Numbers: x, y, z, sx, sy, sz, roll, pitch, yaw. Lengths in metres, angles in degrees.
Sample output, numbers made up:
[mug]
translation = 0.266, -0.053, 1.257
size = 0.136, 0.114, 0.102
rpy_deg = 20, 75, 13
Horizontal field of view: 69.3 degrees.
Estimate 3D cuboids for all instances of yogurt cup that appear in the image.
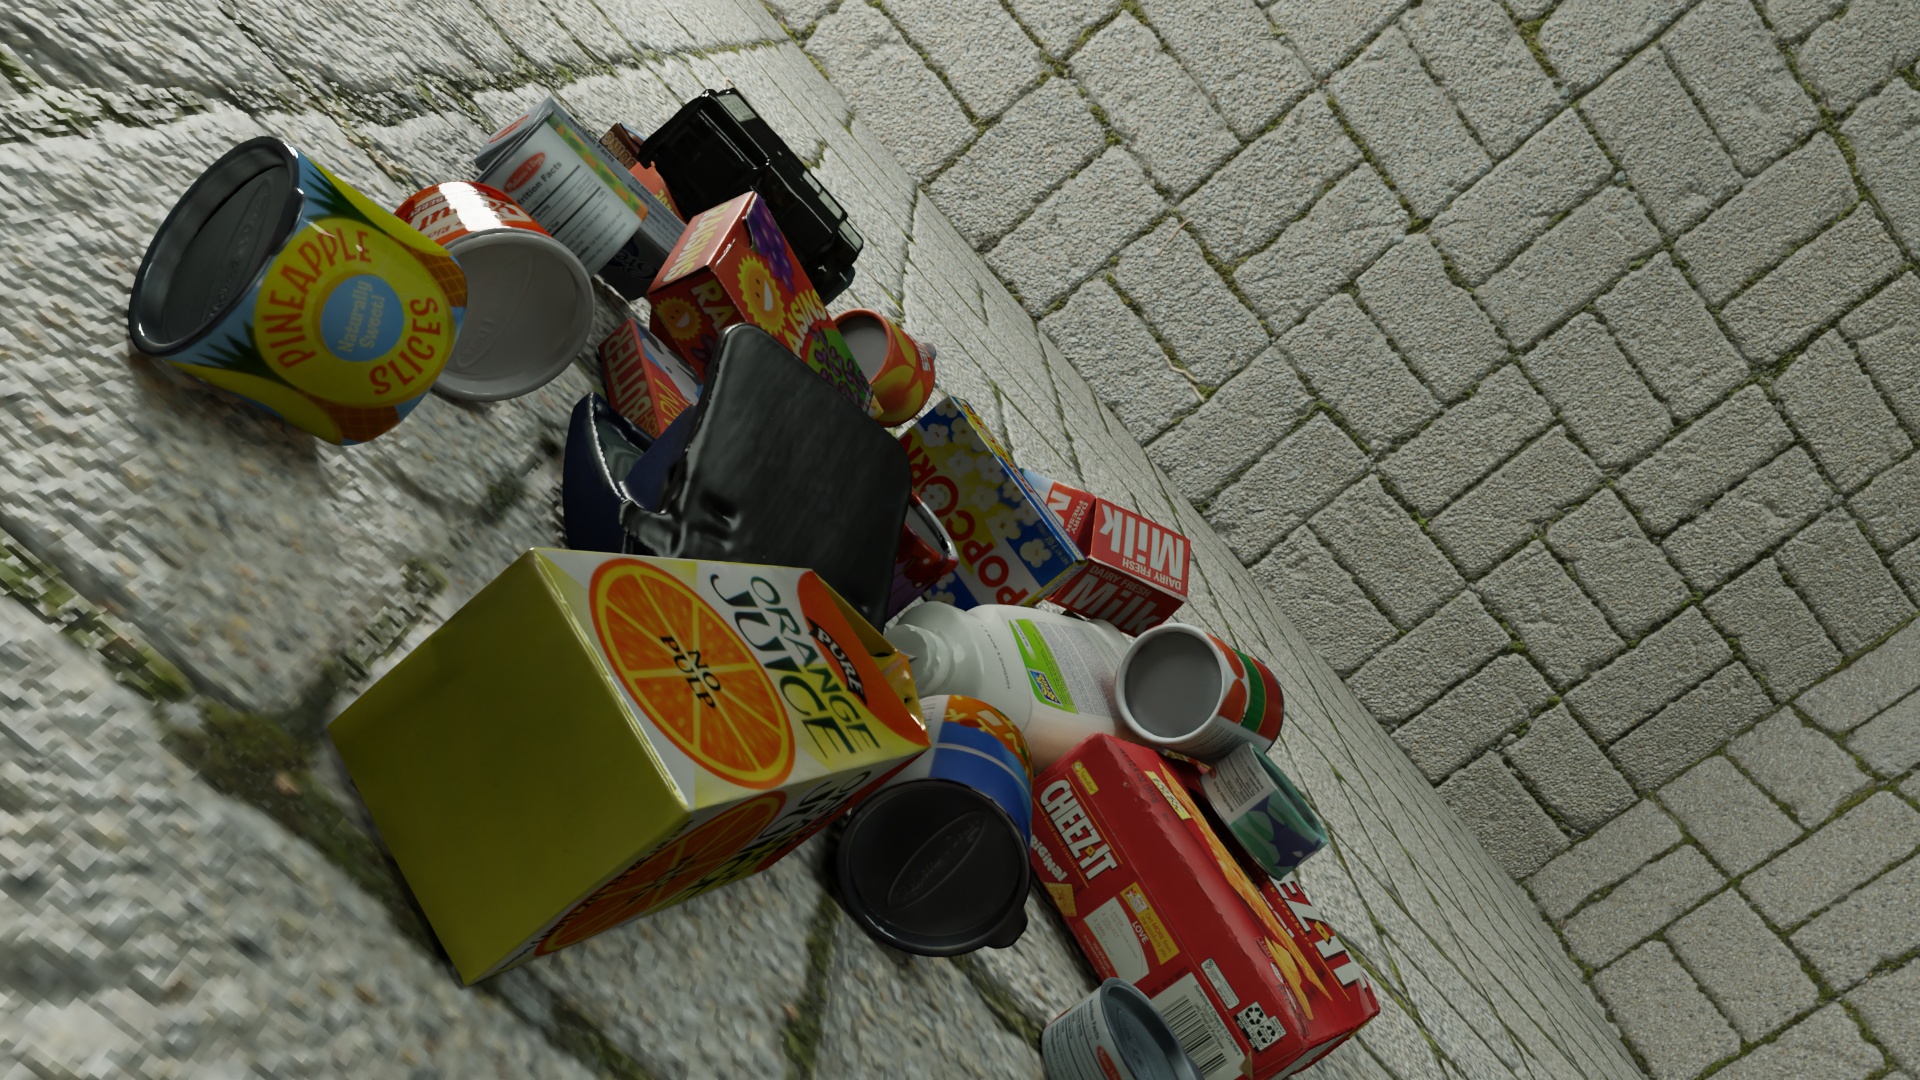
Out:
[yogurt cup]
translation = -0.171, -0.091, 0.493
size = 0.072, 0.072, 0.054
rpy_deg = 35, 12, -51

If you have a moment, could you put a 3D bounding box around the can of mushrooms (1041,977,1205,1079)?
[can of mushrooms]
translation = 0.065, 0.206, 0.531
size = 0.071, 0.033, 0.071
rpy_deg = 47, 12, -13

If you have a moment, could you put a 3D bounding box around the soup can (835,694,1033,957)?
[soup can]
translation = -0.004, 0.103, 0.508
size = 0.071, 0.071, 0.084
rpy_deg = 49, 12, -8

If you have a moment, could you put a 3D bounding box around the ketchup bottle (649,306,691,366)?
[ketchup bottle]
translation = -0.105, -0.086, 0.746
size = 0.148, 0.043, 0.065
rpy_deg = 26, 42, -62

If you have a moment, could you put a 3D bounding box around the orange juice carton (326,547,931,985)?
[orange juice carton]
translation = -0.072, 0.055, 0.397
size = 0.073, 0.071, 0.193
rpy_deg = 55, 13, 14

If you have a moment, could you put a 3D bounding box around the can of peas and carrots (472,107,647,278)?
[can of peas and carrots]
translation = -0.180, -0.143, 0.603
size = 0.058, 0.071, 0.071
rpy_deg = 46, 13, -24

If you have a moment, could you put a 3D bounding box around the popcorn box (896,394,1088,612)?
[popcorn box]
translation = 0.003, -0.010, 0.812
size = 0.127, 0.085, 0.038
rpy_deg = 54, 14, 13

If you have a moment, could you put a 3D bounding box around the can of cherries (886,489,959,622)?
[can of cherries]
translation = -0.044, 0.003, 0.671
size = 0.071, 0.058, 0.072
rpy_deg = 48, 12, -14

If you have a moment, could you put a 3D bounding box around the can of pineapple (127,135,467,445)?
[can of pineapple]
translation = -0.179, -0.066, 0.380
size = 0.058, 0.071, 0.071
rpy_deg = 36, 19, -51

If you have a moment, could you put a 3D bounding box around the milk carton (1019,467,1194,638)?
[milk carton]
translation = 0.083, 0.009, 0.900
size = 0.072, 0.073, 0.191
rpy_deg = 23, 3, -18

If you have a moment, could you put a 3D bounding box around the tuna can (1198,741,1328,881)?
[tuna can]
translation = 0.158, 0.141, 0.719
size = 0.071, 0.033, 0.071
rpy_deg = 47, 11, -11

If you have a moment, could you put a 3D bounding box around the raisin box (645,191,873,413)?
[raisin box]
translation = -0.091, -0.092, 0.661
size = 0.123, 0.040, 0.086
rpy_deg = 59, 24, -30

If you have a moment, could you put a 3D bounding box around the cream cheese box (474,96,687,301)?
[cream cheese box]
translation = -0.181, -0.165, 0.683
size = 0.103, 0.053, 0.024
rpy_deg = 43, 53, -33

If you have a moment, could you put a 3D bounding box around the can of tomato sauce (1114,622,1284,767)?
[can of tomato sauce]
translation = 0.129, 0.083, 0.751
size = 0.083, 0.071, 0.071
rpy_deg = 28, 26, -54

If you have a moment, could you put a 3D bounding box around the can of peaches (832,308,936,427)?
[can of peaches]
translation = -0.058, -0.119, 0.943
size = 0.058, 0.071, 0.071
rpy_deg = 29, 24, -57

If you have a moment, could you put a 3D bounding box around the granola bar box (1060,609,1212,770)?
[granola bar box]
translation = 0.122, 0.134, 0.923
size = 0.124, 0.039, 0.166
rpy_deg = 32, 22, -52

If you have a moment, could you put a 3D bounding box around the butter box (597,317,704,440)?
[butter box]
translation = -0.128, -0.051, 0.614
size = 0.053, 0.024, 0.104
rpy_deg = 40, 16, -42

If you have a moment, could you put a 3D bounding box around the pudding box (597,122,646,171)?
[pudding box]
translation = -0.191, -0.224, 0.873
size = 0.050, 0.030, 0.084
rpy_deg = 55, 13, 14

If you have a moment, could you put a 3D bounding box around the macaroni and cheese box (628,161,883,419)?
[macaroni and cheese box]
translation = -0.128, -0.140, 0.832
size = 0.166, 0.040, 0.124
rpy_deg = 36, 19, -50
